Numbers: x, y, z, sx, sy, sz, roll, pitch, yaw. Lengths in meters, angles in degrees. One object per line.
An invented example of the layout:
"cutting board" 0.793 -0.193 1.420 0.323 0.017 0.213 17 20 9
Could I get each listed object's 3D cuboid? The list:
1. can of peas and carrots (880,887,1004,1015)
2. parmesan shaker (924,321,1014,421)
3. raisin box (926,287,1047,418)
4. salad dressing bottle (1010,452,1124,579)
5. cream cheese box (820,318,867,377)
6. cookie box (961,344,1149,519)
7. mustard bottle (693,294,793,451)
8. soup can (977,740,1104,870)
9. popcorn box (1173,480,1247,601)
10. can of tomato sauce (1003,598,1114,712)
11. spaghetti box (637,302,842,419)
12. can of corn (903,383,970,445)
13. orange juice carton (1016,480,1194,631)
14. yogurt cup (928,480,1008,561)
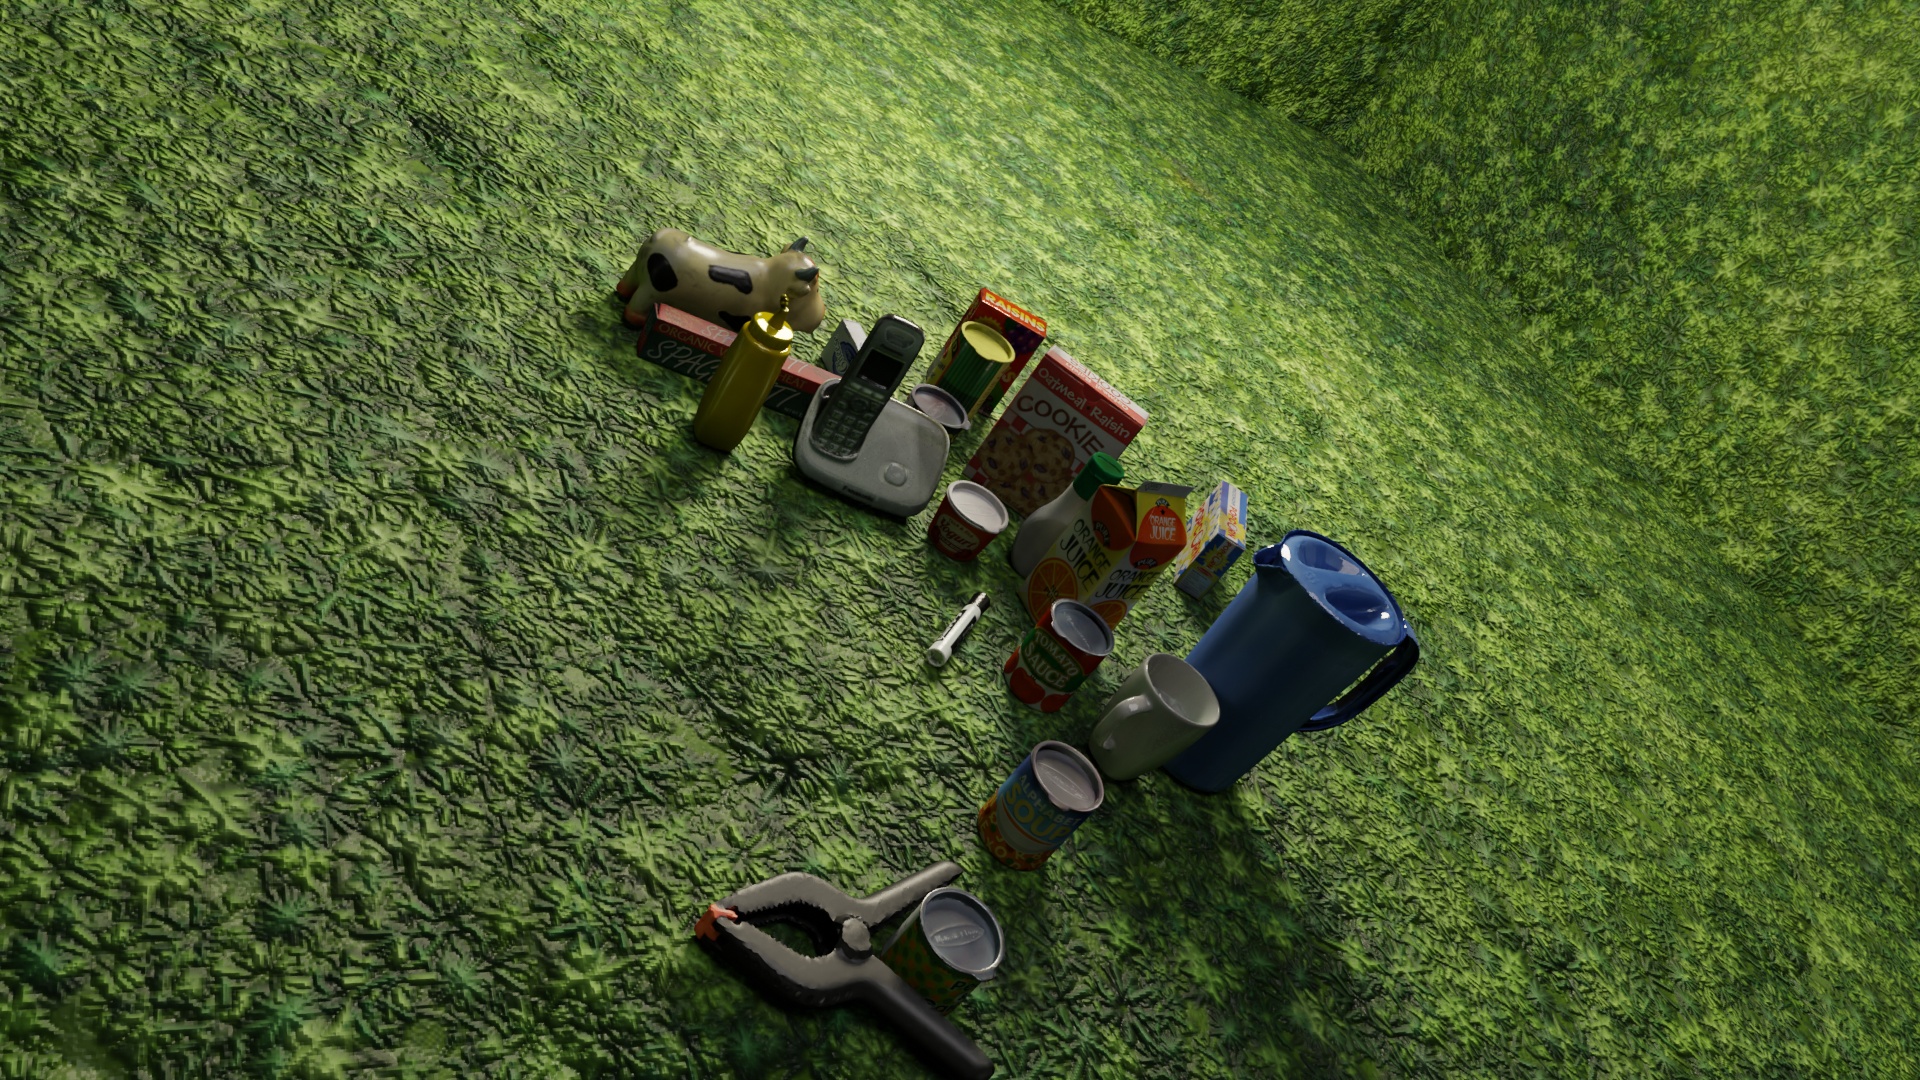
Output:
"can of peas and carrots" -0.011 0.281 0.940 0.071 0.058 0.071 25 34 -18
"parmesan shaker" 0.004 -0.176 1.505 0.071 0.102 0.072 25 33 -18
"raisin box" 0.029 -0.209 1.553 0.086 0.122 0.040 28 33 -14
"salad dressing bottle" 0.105 -0.022 1.360 0.064 0.147 0.044 38 32 3
"cream cheese box" -0.109 -0.177 1.446 0.024 0.053 0.104 7 42 -39
"cookie box" 0.097 -0.100 1.435 0.123 0.166 0.040 36 32 0
"mustard bottle" -0.187 -0.153 1.240 0.049 0.159 0.065 22 35 -23
"soup can" 0.060 0.208 1.079 0.071 0.083 0.072 25 33 -18
"popcorn box" 0.282 -0.002 1.561 0.038 0.084 0.127 32 32 -7
"can of tomato sauce" 0.086 0.104 1.239 0.071 0.082 0.071 25 33 -18
"spaghetti box" -0.189 -0.159 1.350 0.250 0.050 0.029 20 35 -24
"can of corn" -0.033 -0.117 1.436 0.071 0.058 0.071 25 34 -18
"orange juice carton" 0.142 0.013 1.307 0.072 0.191 0.073 5 43 -40
"yogurt cup" 0.005 -0.017 1.346 0.072 0.053 0.073 25 34 -18
